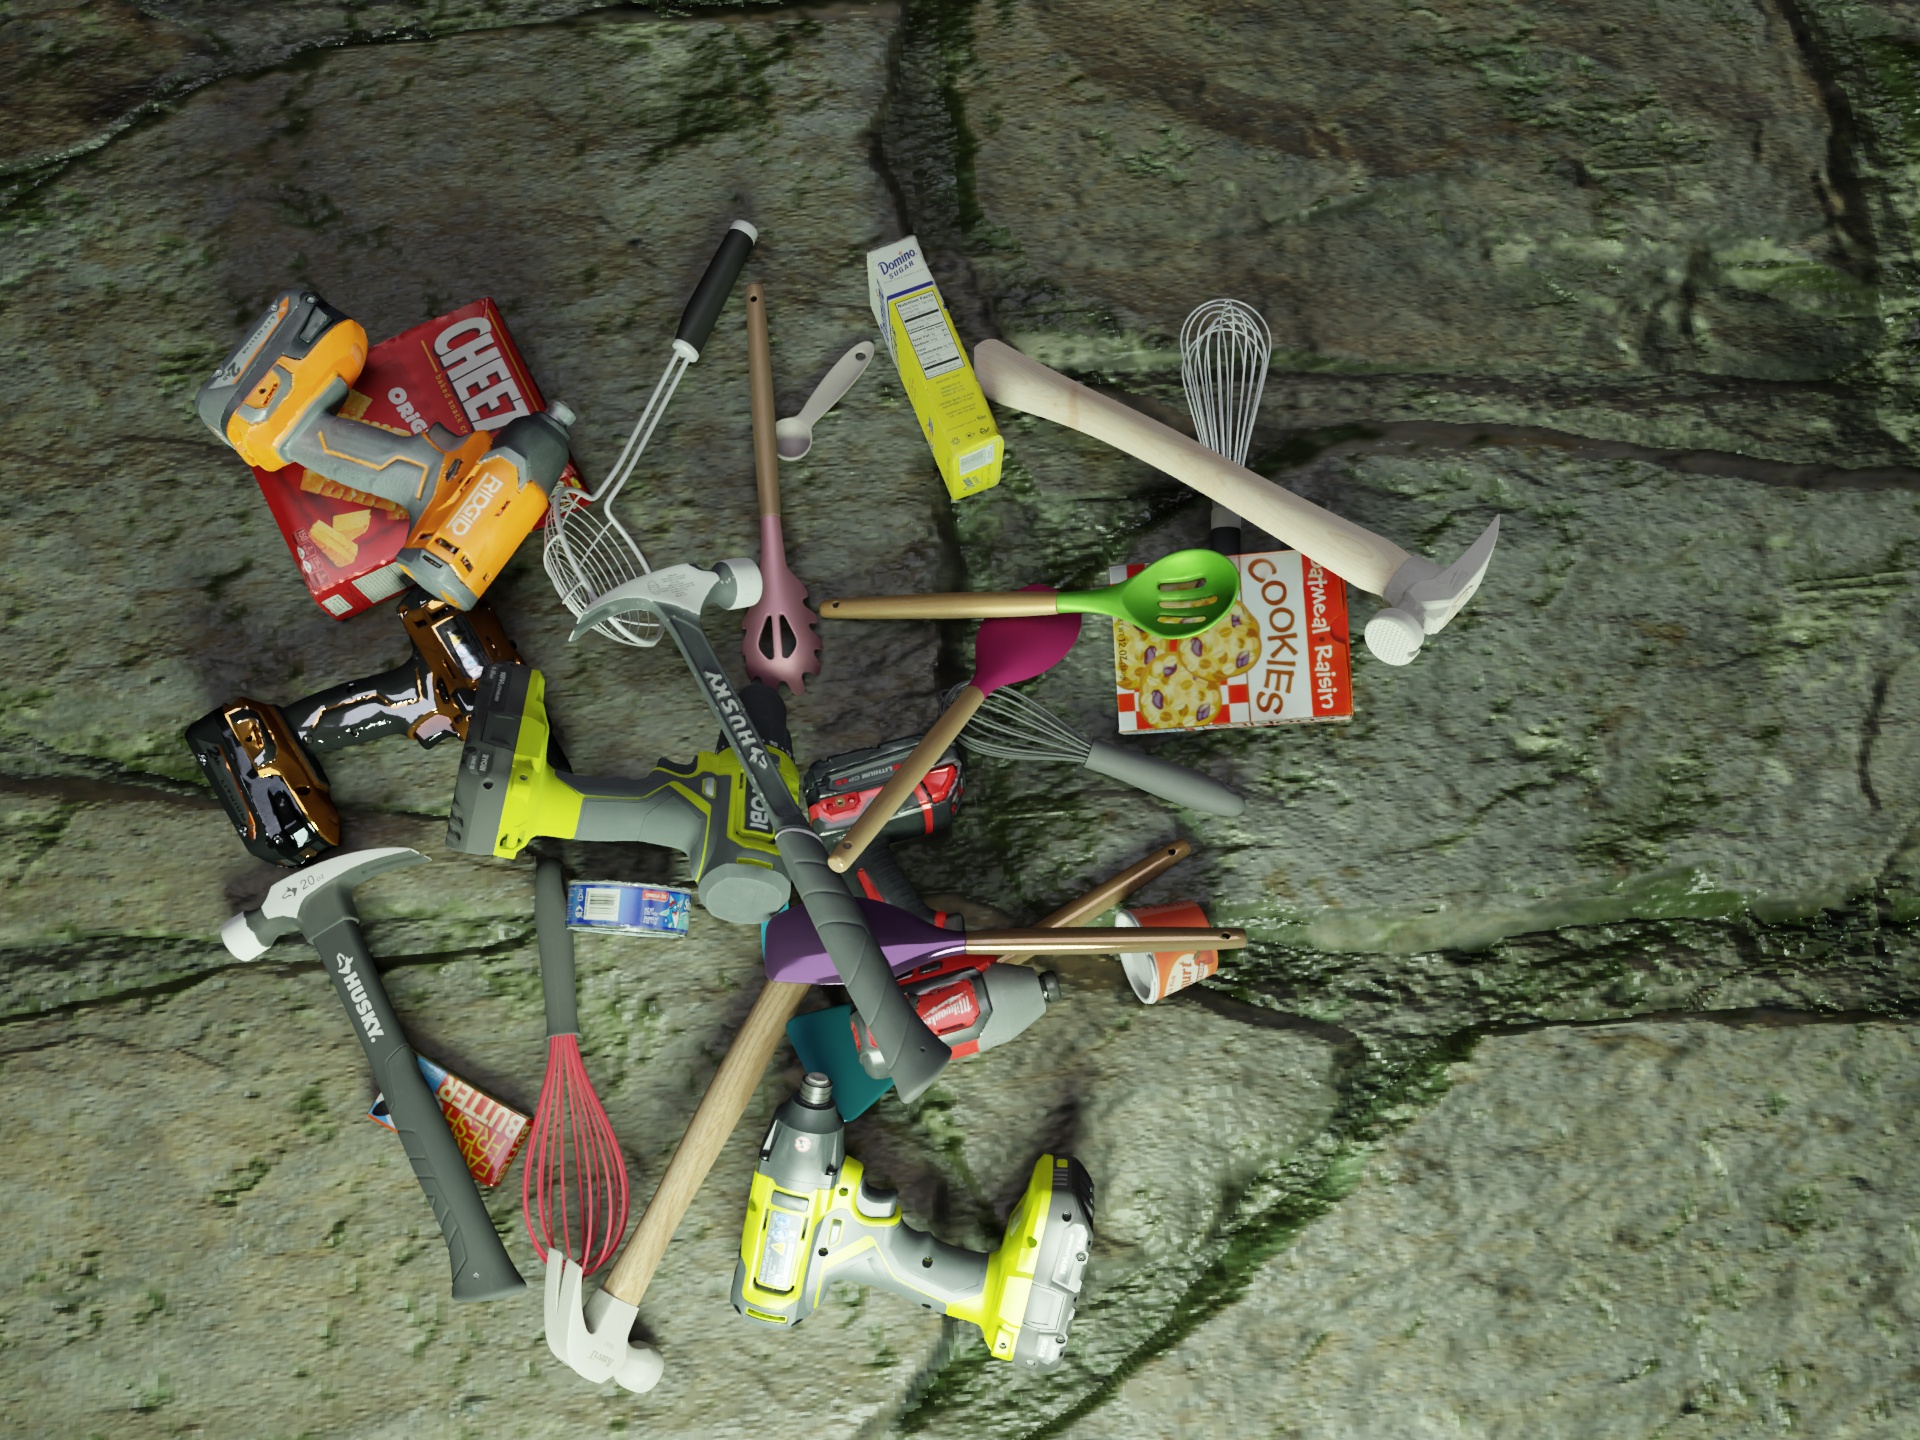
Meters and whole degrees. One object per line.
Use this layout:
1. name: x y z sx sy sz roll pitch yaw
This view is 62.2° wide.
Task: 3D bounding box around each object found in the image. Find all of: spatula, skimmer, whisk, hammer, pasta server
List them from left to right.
1. hammer: -0.376 0.240 1.081 0.146 0.035 0.335 -31 71 -3
2. whisk: -0.273 0.238 1.101 0.073 0.073 0.296 -8 72 -3
3. skimmer: -0.209 -0.226 1.189 0.090 0.127 0.363 9 68 33
4. hammer: -0.174 0.281 1.078 0.031 0.129 0.331 13 66 35
5. pasta server: -0.144 -0.176 1.197 0.060 0.040 0.316 -5 80 -1
6. hammer: -0.119 0.062 1.040 0.149 0.036 0.409 -13 63 -38
7. spatula: 0.029 0.143 1.044 0.316 0.018 0.060 0 67 1
8. spatula: 0.032 0.168 1.128 0.317 0.044 0.082 -31 70 -9
9. whisk: 0.096 0.024 1.161 0.239 0.055 0.055 19 78 0
10. hammer: 0.181 -0.185 1.149 0.411 0.038 0.146 33 56 23
11. whisk: 0.203 -0.183 1.206 0.070 0.070 0.285 1 83 -1

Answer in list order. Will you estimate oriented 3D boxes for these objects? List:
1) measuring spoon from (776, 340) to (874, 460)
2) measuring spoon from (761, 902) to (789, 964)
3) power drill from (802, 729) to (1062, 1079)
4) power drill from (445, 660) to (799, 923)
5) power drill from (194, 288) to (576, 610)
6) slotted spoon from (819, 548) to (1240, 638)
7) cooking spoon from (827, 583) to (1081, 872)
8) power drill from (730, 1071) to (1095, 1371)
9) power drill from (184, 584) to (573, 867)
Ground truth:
1. measuring spoon: -0.106 -0.248 1.238 0.034 0.018 0.124 35 72 5
2. measuring spoon: -0.134 0.124 1.152 0.042 0.021 0.128 -2 86 1
3. power drill: -0.023 0.125 1.098 0.143 0.078 0.220 -15 67 -5
4. power drill: -0.221 0.034 1.091 0.228 0.080 0.191 12 45 -15
5. power drill: -0.391 -0.202 1.115 0.226 0.084 0.164 33 77 1
6. slotted spoon: 0.046 -0.087 1.157 0.314 0.031 0.070 -1 67 16
7. cooking spoon: -0.002 -0.004 1.106 0.069 0.017 0.319 26 49 15
8. power drill: -0.030 0.332 1.051 0.223 0.080 0.171 13 102 1
9. power drill: -0.405 0.021 1.139 0.226 0.084 0.185 -31 81 -12
